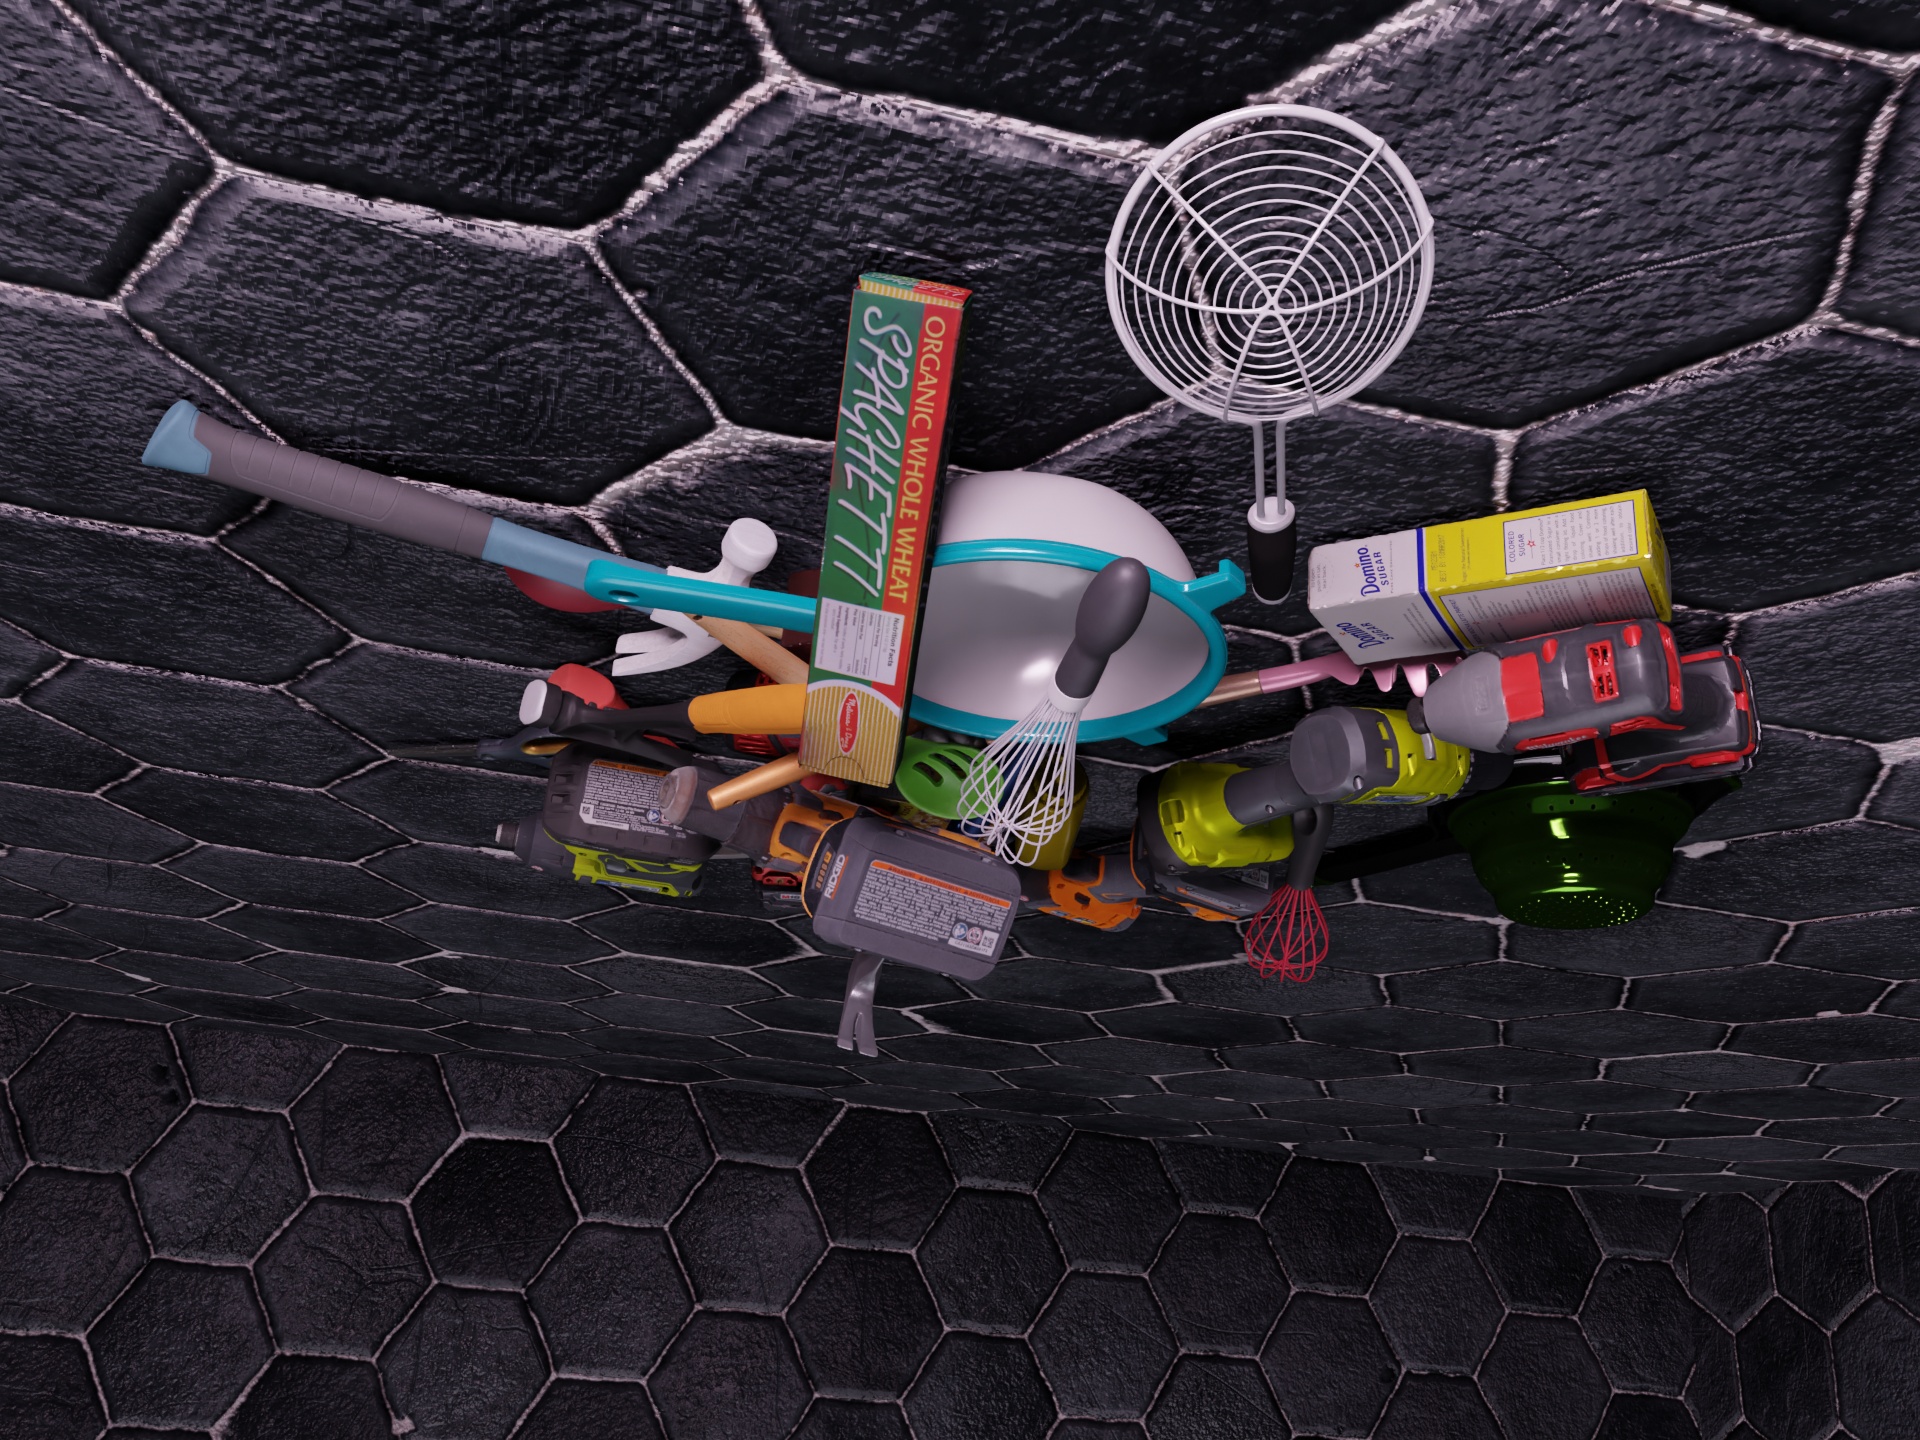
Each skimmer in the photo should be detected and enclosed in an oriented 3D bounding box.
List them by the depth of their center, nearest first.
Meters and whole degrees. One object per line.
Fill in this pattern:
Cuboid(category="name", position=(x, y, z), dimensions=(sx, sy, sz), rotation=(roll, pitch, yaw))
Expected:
Cuboid(category="skimmer", position=(0.146, -0.145, 0.749), dimensions=(0.127, 0.090, 0.363), rotation=(-3, 167, 11))

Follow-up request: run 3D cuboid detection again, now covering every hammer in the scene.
Cuboid(category="hammer", position=(-0.280, -0.108, 0.894), dimensions=(0.330, 0.033, 0.128), rotation=(17, 134, -19))
Cuboid(category="hammer", position=(-0.138, -0.001, 0.953), dimensions=(0.127, 0.034, 0.337), rotation=(18, 167, -37))
Cuboid(category="hammer", position=(-0.013, 0.113, 1.211), dimensions=(0.035, 0.144, 0.405), rotation=(19, 137, -13))
Cuboid(category="hammer", position=(-0.231, 0.043, 1.279), dimensions=(0.149, 0.037, 0.358), rotation=(-3, 157, 19))

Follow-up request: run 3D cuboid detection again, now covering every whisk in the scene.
Cuboid(category="whisk", position=(0.050, -0.002, 0.841), dimensions=(0.070, 0.070, 0.284), rotation=(8, 149, -8))
Cuboid(category="whisk", position=(0.283, 0.143, 1.340), dimensions=(0.073, 0.073, 0.295), rotation=(2, 144, 6))

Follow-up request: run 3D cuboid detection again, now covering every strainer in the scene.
Cuboid(category="strainer", position=(-0.025, -0.081, 0.858), dimensions=(0.340, 0.095, 0.210), rotation=(8, 154, -2))

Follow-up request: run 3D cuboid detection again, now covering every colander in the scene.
Cuboid(category="colander", position=(0.411, 0.122, 1.256), dimensions=(0.204, 0.095, 0.397), rotation=(19, 154, -31))

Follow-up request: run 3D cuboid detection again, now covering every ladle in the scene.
Cuboid(category="ladle", position=(-0.133, -0.065, 1.009), dimensions=(0.315, 0.031, 0.069), rotation=(11, 154, -19))

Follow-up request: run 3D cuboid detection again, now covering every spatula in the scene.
Cuboid(category="spatula", position=(-0.002, -0.003, 0.987), dimensions=(0.322, 0.041, 0.081), rotation=(-22, 164, -17))

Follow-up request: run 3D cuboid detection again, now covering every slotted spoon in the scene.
Cuboid(category="slotted spoon", position=(-0.070, -0.008, 0.990), dimensions=(0.070, 0.031, 0.313), rotation=(-26, 145, 22))

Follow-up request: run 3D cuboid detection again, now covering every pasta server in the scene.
Cuboid(category="pasta server", position=(0.166, -0.012, 1.010), dimensions=(0.316, 0.040, 0.060), rotation=(-11, -177, 19))

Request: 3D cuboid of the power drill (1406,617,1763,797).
Cuboid(category="power drill", position=(0.360, -0.007, 0.909), dimensions=(0.143, 0.079, 0.219), rotation=(-14, 165, 39))

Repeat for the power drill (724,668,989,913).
Cuboid(category="power drill", position=(-0.073, 0.050, 1.160), dimensions=(0.188, 0.080, 0.226), rotation=(3, 140, -1))

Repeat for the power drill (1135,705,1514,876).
Cuboid(category="power drill", position=(0.255, 0.047, 1.119), dimensions=(0.190, 0.080, 0.228), rotation=(3, 162, -37))

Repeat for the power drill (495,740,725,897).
Cuboid(category="power drill", position=(-0.271, 0.086, 1.245), dimensions=(0.171, 0.080, 0.223), rotation=(11, 161, -16))

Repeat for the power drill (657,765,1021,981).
Cuboid(category="power drill", position=(-0.083, 0.084, 1.005), dimensions=(0.185, 0.084, 0.226), rotation=(20, 180, -25))

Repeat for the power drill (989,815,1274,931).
Cuboid(category="power drill", position=(0.134, 0.125, 1.346), dimensions=(0.164, 0.084, 0.226), rotation=(20, 157, -31))
